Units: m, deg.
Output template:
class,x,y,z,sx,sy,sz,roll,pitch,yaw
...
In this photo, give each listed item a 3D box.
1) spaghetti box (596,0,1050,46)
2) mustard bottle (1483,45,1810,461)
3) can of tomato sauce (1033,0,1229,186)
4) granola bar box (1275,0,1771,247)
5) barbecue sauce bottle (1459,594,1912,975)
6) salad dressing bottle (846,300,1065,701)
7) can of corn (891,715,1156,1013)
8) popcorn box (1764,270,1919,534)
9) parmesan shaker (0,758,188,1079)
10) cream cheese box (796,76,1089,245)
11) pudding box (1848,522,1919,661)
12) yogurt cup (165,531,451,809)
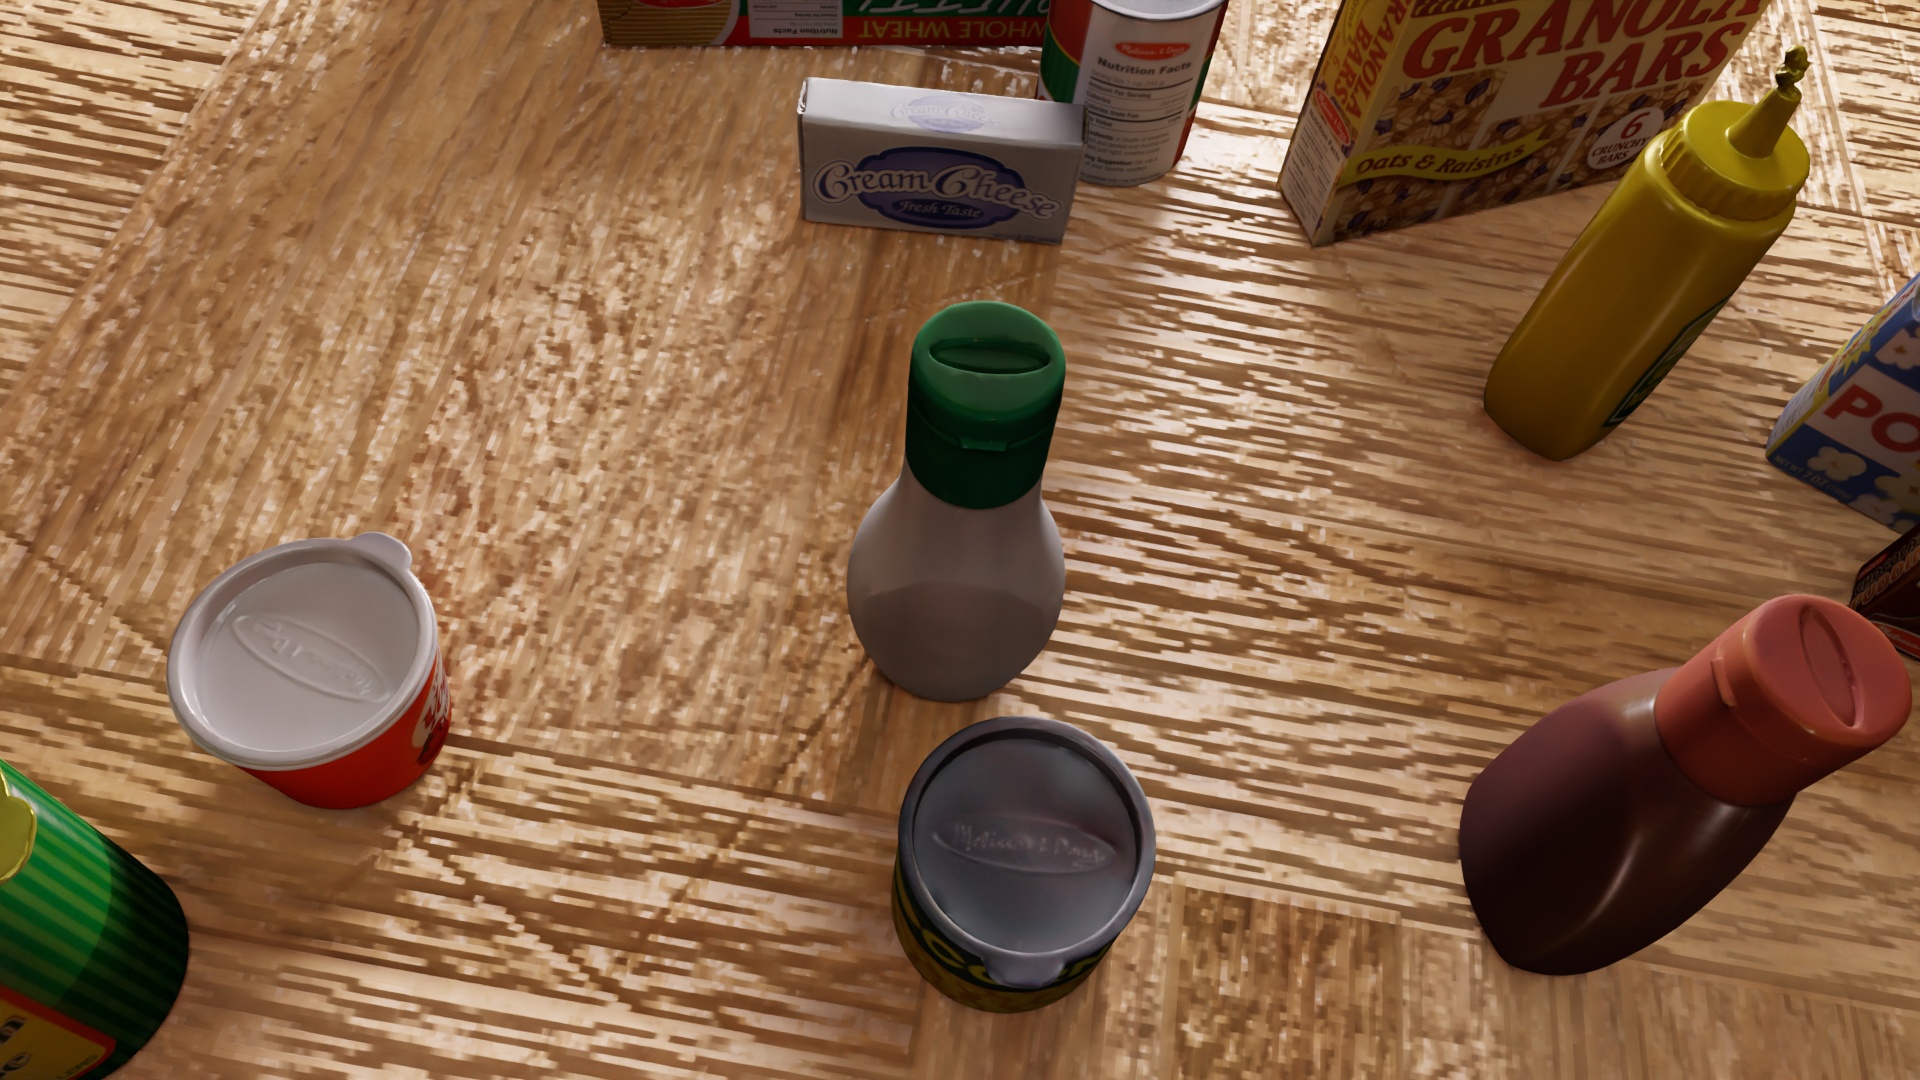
class,x,y,z,sx,sy,sz,roll,pitch,yaw
spaghetti box,-0.022,-0.231,0.571,0.250,0.050,0.029,-2,60,-7
mustard bottle,0.225,-0.090,0.447,0.065,0.159,0.049,-38,70,-24
can of tomato sauce,0.064,-0.191,0.537,0.071,0.082,0.071,3,59,-4
granola bar box,0.214,-0.181,0.522,0.166,0.123,0.039,-15,62,-14
barbecue sauce bottle,0.177,0.064,0.357,0.044,0.147,0.065,2,59,-4
salad dressing bottle,0.001,-0.005,0.381,0.064,0.147,0.044,5,59,-3
can of corn,0.015,0.092,0.376,0.071,0.058,0.071,3,59,-4
popcorn box,0.358,-0.031,0.468,0.127,0.084,0.038,32,62,13
parmesan shaker,-0.232,0.090,0.326,0.071,0.102,0.071,3,59,-4
cream cheese box,-0.008,-0.140,0.516,0.104,0.053,0.024,5,59,-3
pudding box,0.347,0.026,0.454,0.084,0.049,0.030,27,60,10
yogurt cup,-0.177,0.041,0.390,0.072,0.053,0.073,3,59,-4
